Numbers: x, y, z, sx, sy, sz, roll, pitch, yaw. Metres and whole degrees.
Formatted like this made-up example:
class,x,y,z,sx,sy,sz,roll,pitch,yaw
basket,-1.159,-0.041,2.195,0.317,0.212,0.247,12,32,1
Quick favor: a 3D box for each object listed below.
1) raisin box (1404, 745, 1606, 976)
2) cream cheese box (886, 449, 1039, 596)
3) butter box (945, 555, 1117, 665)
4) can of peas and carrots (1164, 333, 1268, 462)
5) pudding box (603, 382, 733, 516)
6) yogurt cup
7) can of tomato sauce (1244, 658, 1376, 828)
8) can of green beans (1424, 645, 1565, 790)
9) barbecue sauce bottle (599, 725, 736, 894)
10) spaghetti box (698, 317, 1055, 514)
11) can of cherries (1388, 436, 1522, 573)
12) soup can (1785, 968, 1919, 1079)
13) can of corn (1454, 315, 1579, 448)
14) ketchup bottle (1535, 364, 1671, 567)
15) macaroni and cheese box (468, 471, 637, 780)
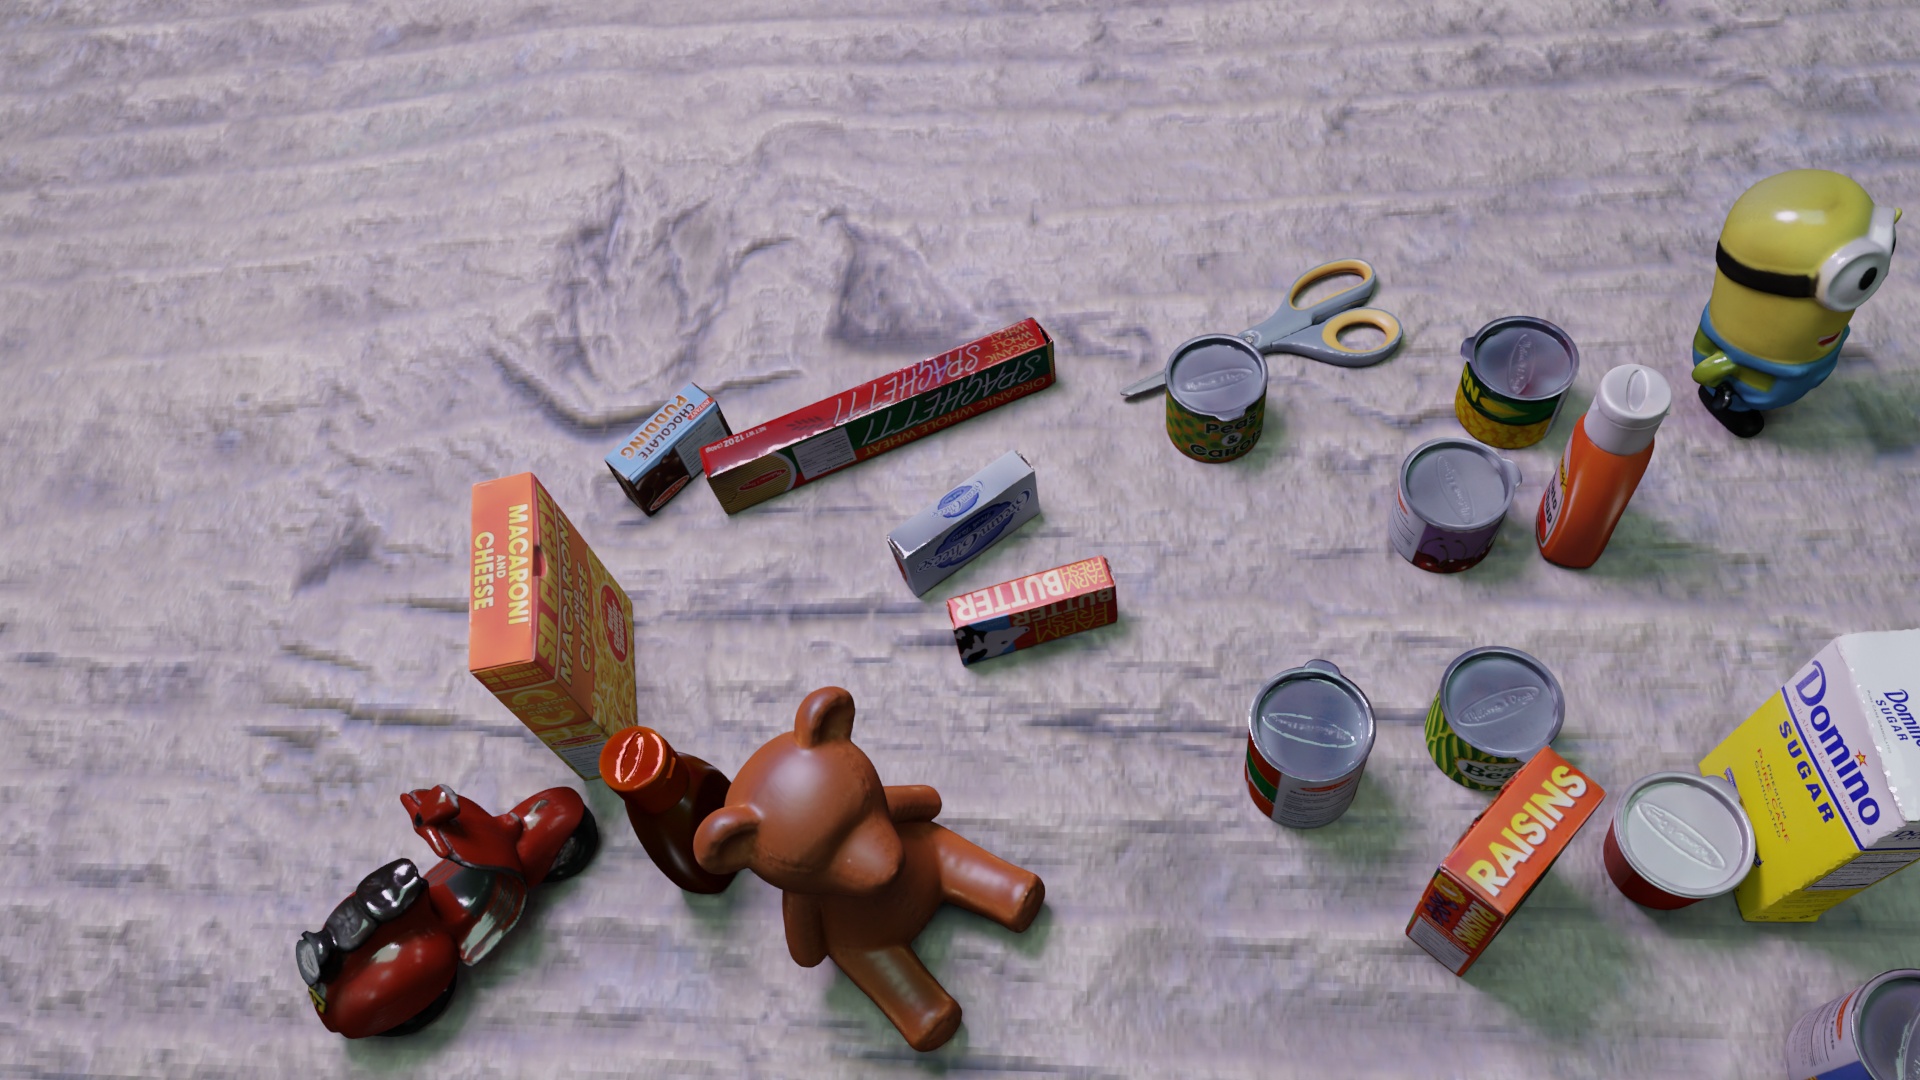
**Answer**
class,x,y,z,sx,sy,sz,roll,pitch,yaw
raisin box,0.277,0.167,0.713,0.086,0.123,0.040,-42,63,-15
cream cheese box,0.003,-0.011,0.898,0.104,0.053,0.024,-35,61,-12
butter box,0.045,0.043,0.860,0.103,0.053,0.024,-16,59,-1
can of peas and carrots,0.169,-0.091,0.917,0.071,0.058,0.071,-4,60,6
pudding box,-0.200,-0.063,0.961,0.030,0.049,0.084,36,71,25
yogurt cup,0.378,0.163,0.741,0.072,0.053,0.073,-4,60,6
can of tomato sauce,0.193,0.116,0.779,0.071,0.082,0.071,-4,60,6
can of green beans,0.301,0.101,0.786,0.071,0.057,0.071,-4,60,6
barbecue sauce bottle,-0.158,0.147,0.774,0.044,0.148,0.065,6,61,12
spaghetti box,-0.054,-0.086,0.952,0.250,0.050,0.029,-22,60,-5
can of cherries,0.304,-0.021,0.857,0.071,0.058,0.072,-4,60,6
soup can,0.447,0.249,0.663,0.071,0.083,0.071,-4,60,6
can of corn,0.355,-0.102,0.896,0.071,0.058,0.071,-4,60,6
ketchup bottle,0.373,-0.044,0.808,0.043,0.148,0.065,12,63,15
macaroni and cheese box,-0.239,0.055,0.830,0.040,0.165,0.124,-12,59,2
